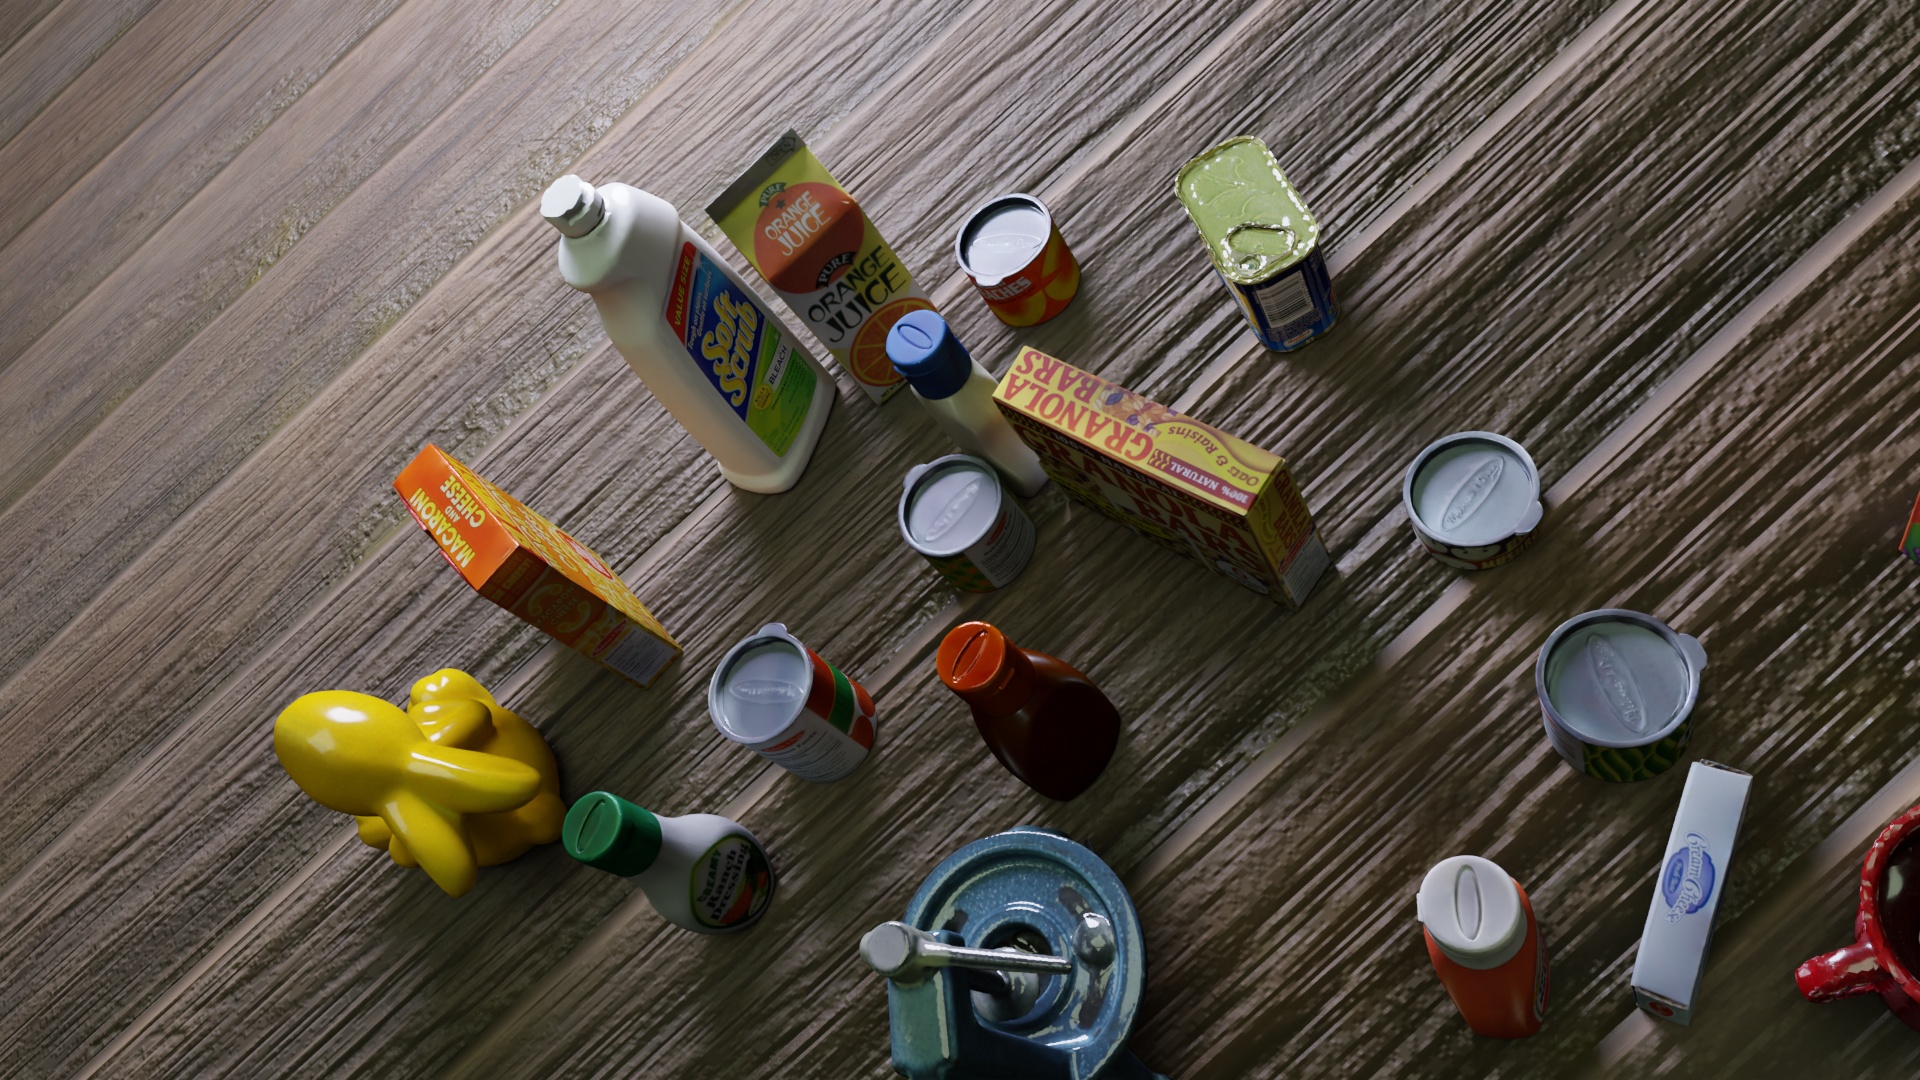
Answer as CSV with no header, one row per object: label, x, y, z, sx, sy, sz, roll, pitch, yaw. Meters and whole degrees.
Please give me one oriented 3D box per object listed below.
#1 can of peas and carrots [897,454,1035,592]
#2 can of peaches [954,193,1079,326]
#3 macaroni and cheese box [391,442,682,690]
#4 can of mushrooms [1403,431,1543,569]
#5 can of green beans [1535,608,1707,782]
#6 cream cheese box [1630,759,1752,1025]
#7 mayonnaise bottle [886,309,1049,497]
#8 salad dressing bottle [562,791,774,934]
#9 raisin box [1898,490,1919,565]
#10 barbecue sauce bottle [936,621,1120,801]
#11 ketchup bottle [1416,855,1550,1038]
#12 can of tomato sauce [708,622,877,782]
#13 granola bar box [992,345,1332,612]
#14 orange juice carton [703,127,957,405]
can of peas and carrots,0.003,-0.010,0.828,0.071,0.058,0.071,-11,61,21
can of peaches,0.037,-0.179,0.899,0.071,0.058,0.071,-11,61,21
macaroni and cheese box,-0.264,0.020,0.875,0.040,0.166,0.124,-48,55,-3
can of mushrooms,0.268,-0.019,0.719,0.071,0.033,0.071,-11,61,21
can of green beans,0.302,0.072,0.640,0.071,0.057,0.071,-11,61,21
cream cheese box,0.314,0.151,0.596,0.024,0.053,0.104,15,72,31
mayonnaise bottle,0.005,-0.079,0.808,0.065,0.147,0.041,37,85,35
salad dressing bottle,-0.156,0.174,0.755,0.044,0.147,0.064,12,71,30
raisin box,0.445,-0.006,0.572,0.040,0.123,0.086,-40,55,3
barbecue sauce bottle,0.034,0.085,0.708,0.044,0.148,0.065,28,79,34
ketchup bottle,0.218,0.166,0.577,0.043,0.148,0.065,-7,63,23
can of tomato sauce,-0.095,0.096,0.805,0.071,0.083,0.071,-11,61,21
granola bar box,0.108,-0.032,0.748,0.166,0.124,0.039,29,80,34
orange juice carton,-0.084,-0.173,0.873,0.072,0.192,0.073,-42,55,2
